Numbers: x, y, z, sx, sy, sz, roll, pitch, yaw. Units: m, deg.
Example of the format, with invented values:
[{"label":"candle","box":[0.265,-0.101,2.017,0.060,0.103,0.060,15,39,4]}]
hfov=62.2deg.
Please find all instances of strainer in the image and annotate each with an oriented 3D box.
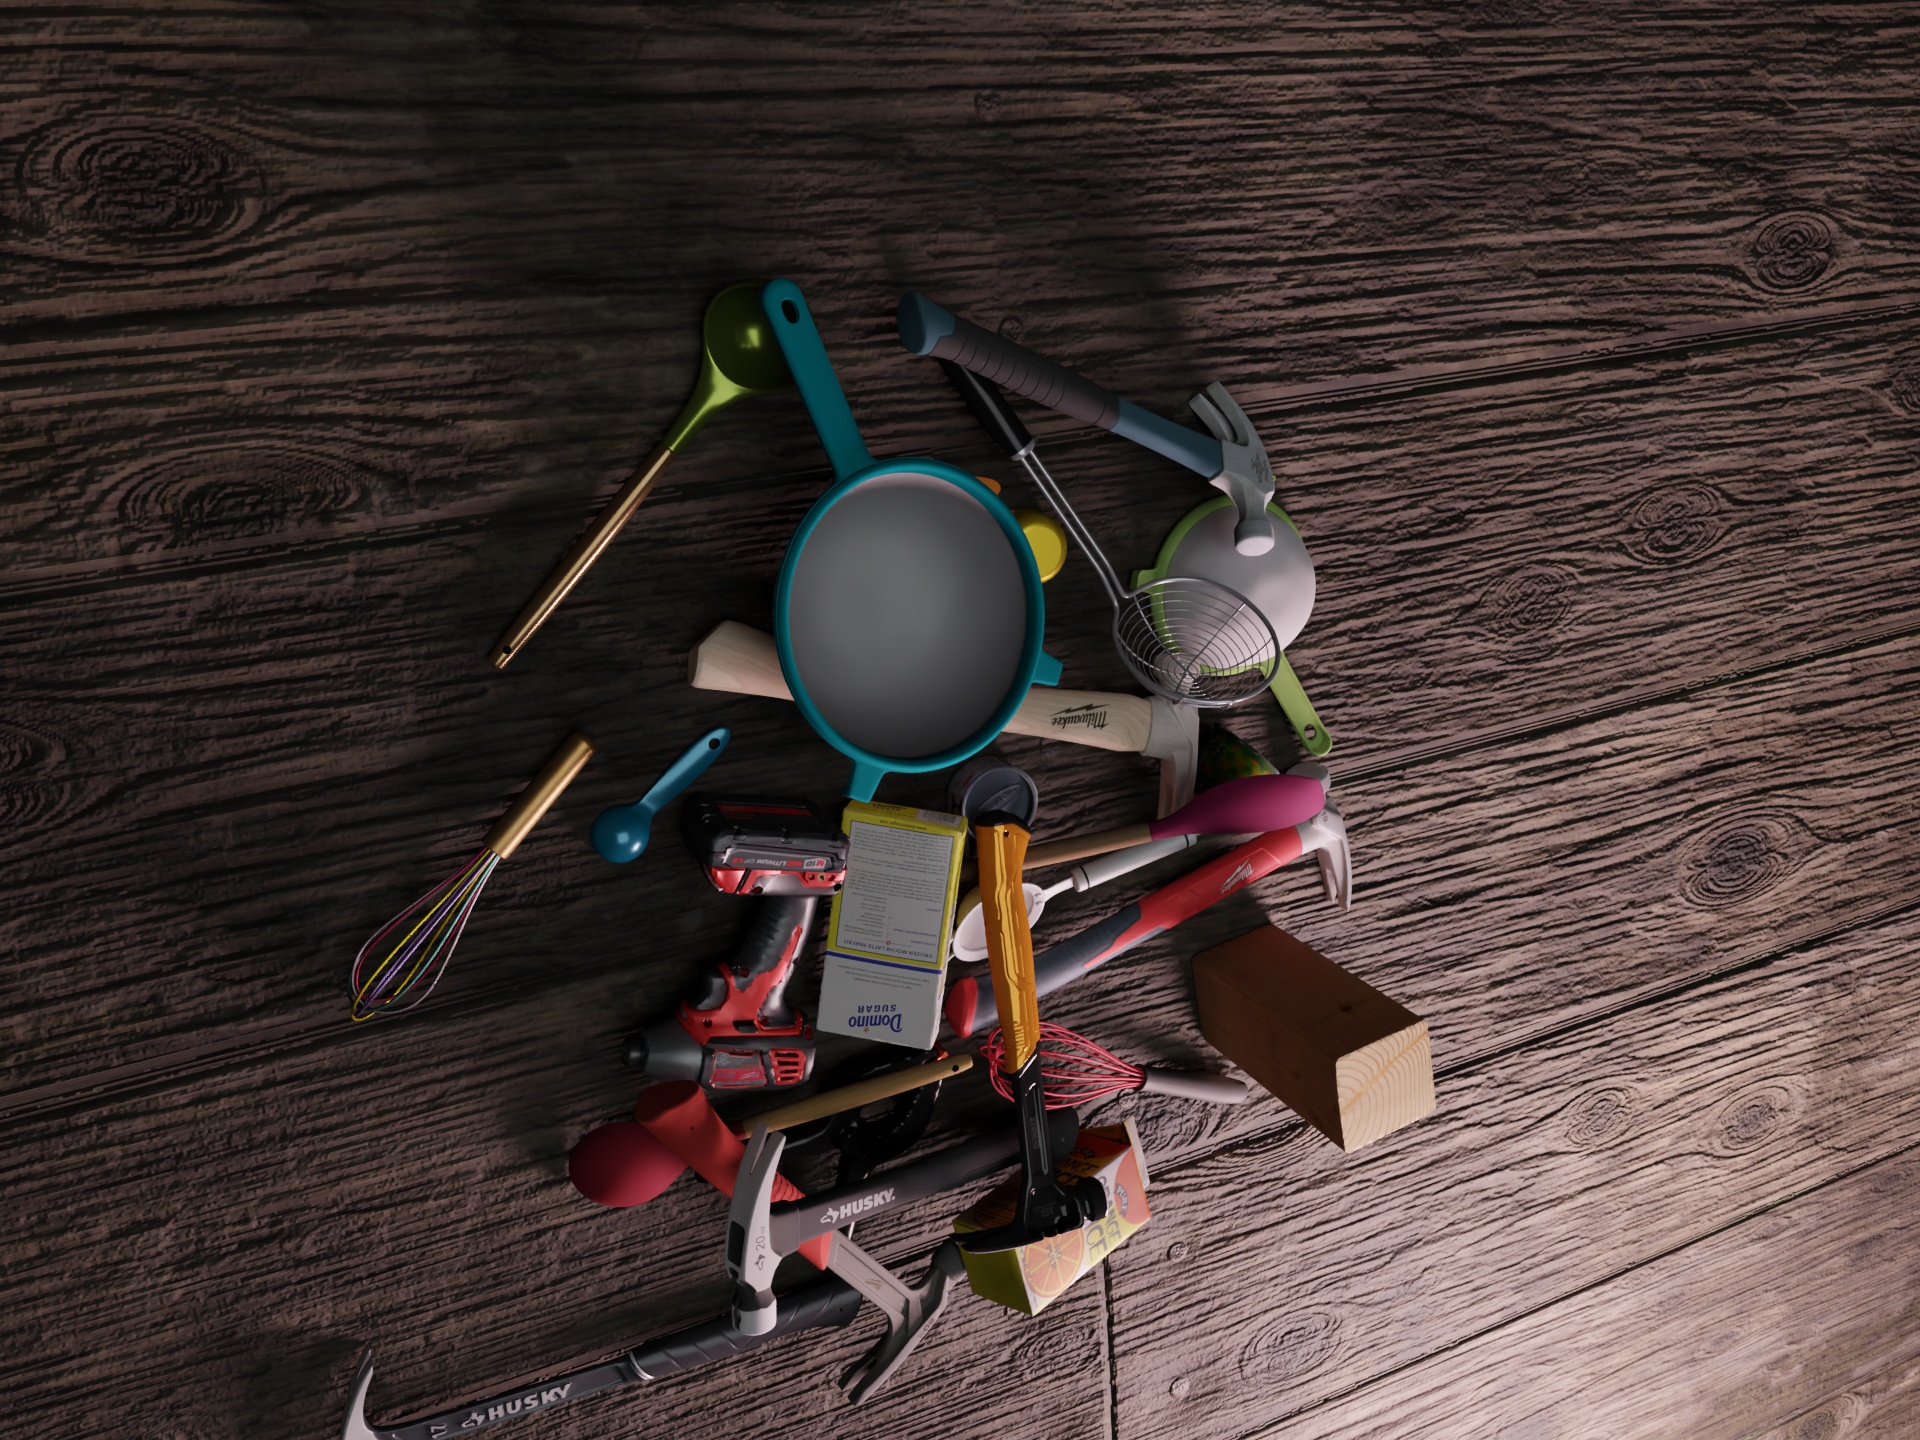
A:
[{"label":"strainer","box":[-0.075,-0.129,1.080,0.211,0.095,0.340,-32,108,-28]},{"label":"strainer","box":[0.087,0.130,1.275,0.258,0.050,0.086,-21,142,-12]},{"label":"strainer","box":[0.258,-0.063,1.297,0.151,0.069,0.256,-39,116,-11]}]

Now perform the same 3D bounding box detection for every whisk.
[{"label":"whisk","box":[0.137,0.303,1.355,0.295,0.073,0.073,15,98,-33]},{"label":"whisk","box":[-0.334,0.106,1.090,0.245,0.051,0.047,-52,140,-8]}]

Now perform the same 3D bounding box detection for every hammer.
[{"label":"hammer","box":[0.038,0.236,1.215,0.127,0.034,0.337,-9,97,-24]},{"label":"hammer","box":[0.099,-0.227,1.152,0.330,0.033,0.128,18,59,-30]},{"label":"hammer","box":[-0.131,0.390,1.215,0.149,0.037,0.358,-47,126,-12]},{"label":"hammer","box":[-0.268,0.501,1.235,0.409,0.036,0.149,-10,108,-23]},{"label":"hammer","box":[0.164,0.177,1.342,0.386,0.038,0.143,-26,116,-17]},{"label":"hammer","box":[-0.002,-0.004,1.191,0.410,0.038,0.146,8,82,-23]},{"label":"hammer","box":[-0.034,0.351,1.234,0.334,0.035,0.146,-7,101,-40]}]

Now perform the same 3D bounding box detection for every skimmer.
[{"label":"skimmer","box":[0.100,-0.158,1.159,0.363,0.090,0.127,52,52,-17]}]

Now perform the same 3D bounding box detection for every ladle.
[{"label":"ladle","box":[-0.211,-0.160,1.058,0.078,0.062,0.320,39,89,-15]},{"label":"ladle","box":[-0.140,0.305,1.214,0.315,0.031,0.069,-14,104,-13]}]

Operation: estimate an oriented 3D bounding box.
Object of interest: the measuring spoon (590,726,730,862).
[{"label":"measuring spoon","box":[-0.210,0.053,1.137,0.128,0.021,0.042,-45,118,-6]}]

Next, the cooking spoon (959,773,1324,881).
[{"label":"cooking spoon","box":[0.121,0.091,1.225,0.319,0.017,0.068,-13,136,9]}]

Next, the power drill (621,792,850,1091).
[{"label":"power drill","box":[-0.165,0.170,1.166,0.143,0.079,0.219,5,106,-27]}]

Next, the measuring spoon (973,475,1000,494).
[{"label":"measuring spoon","box":[-0.022,-0.168,1.168,0.117,0.011,0.021,-6,107,-24]}]

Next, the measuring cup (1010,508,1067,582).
[{"label":"measuring cup","box":[0.013,-0.105,1.193,0.156,0.029,0.062,-33,116,-13]}]
